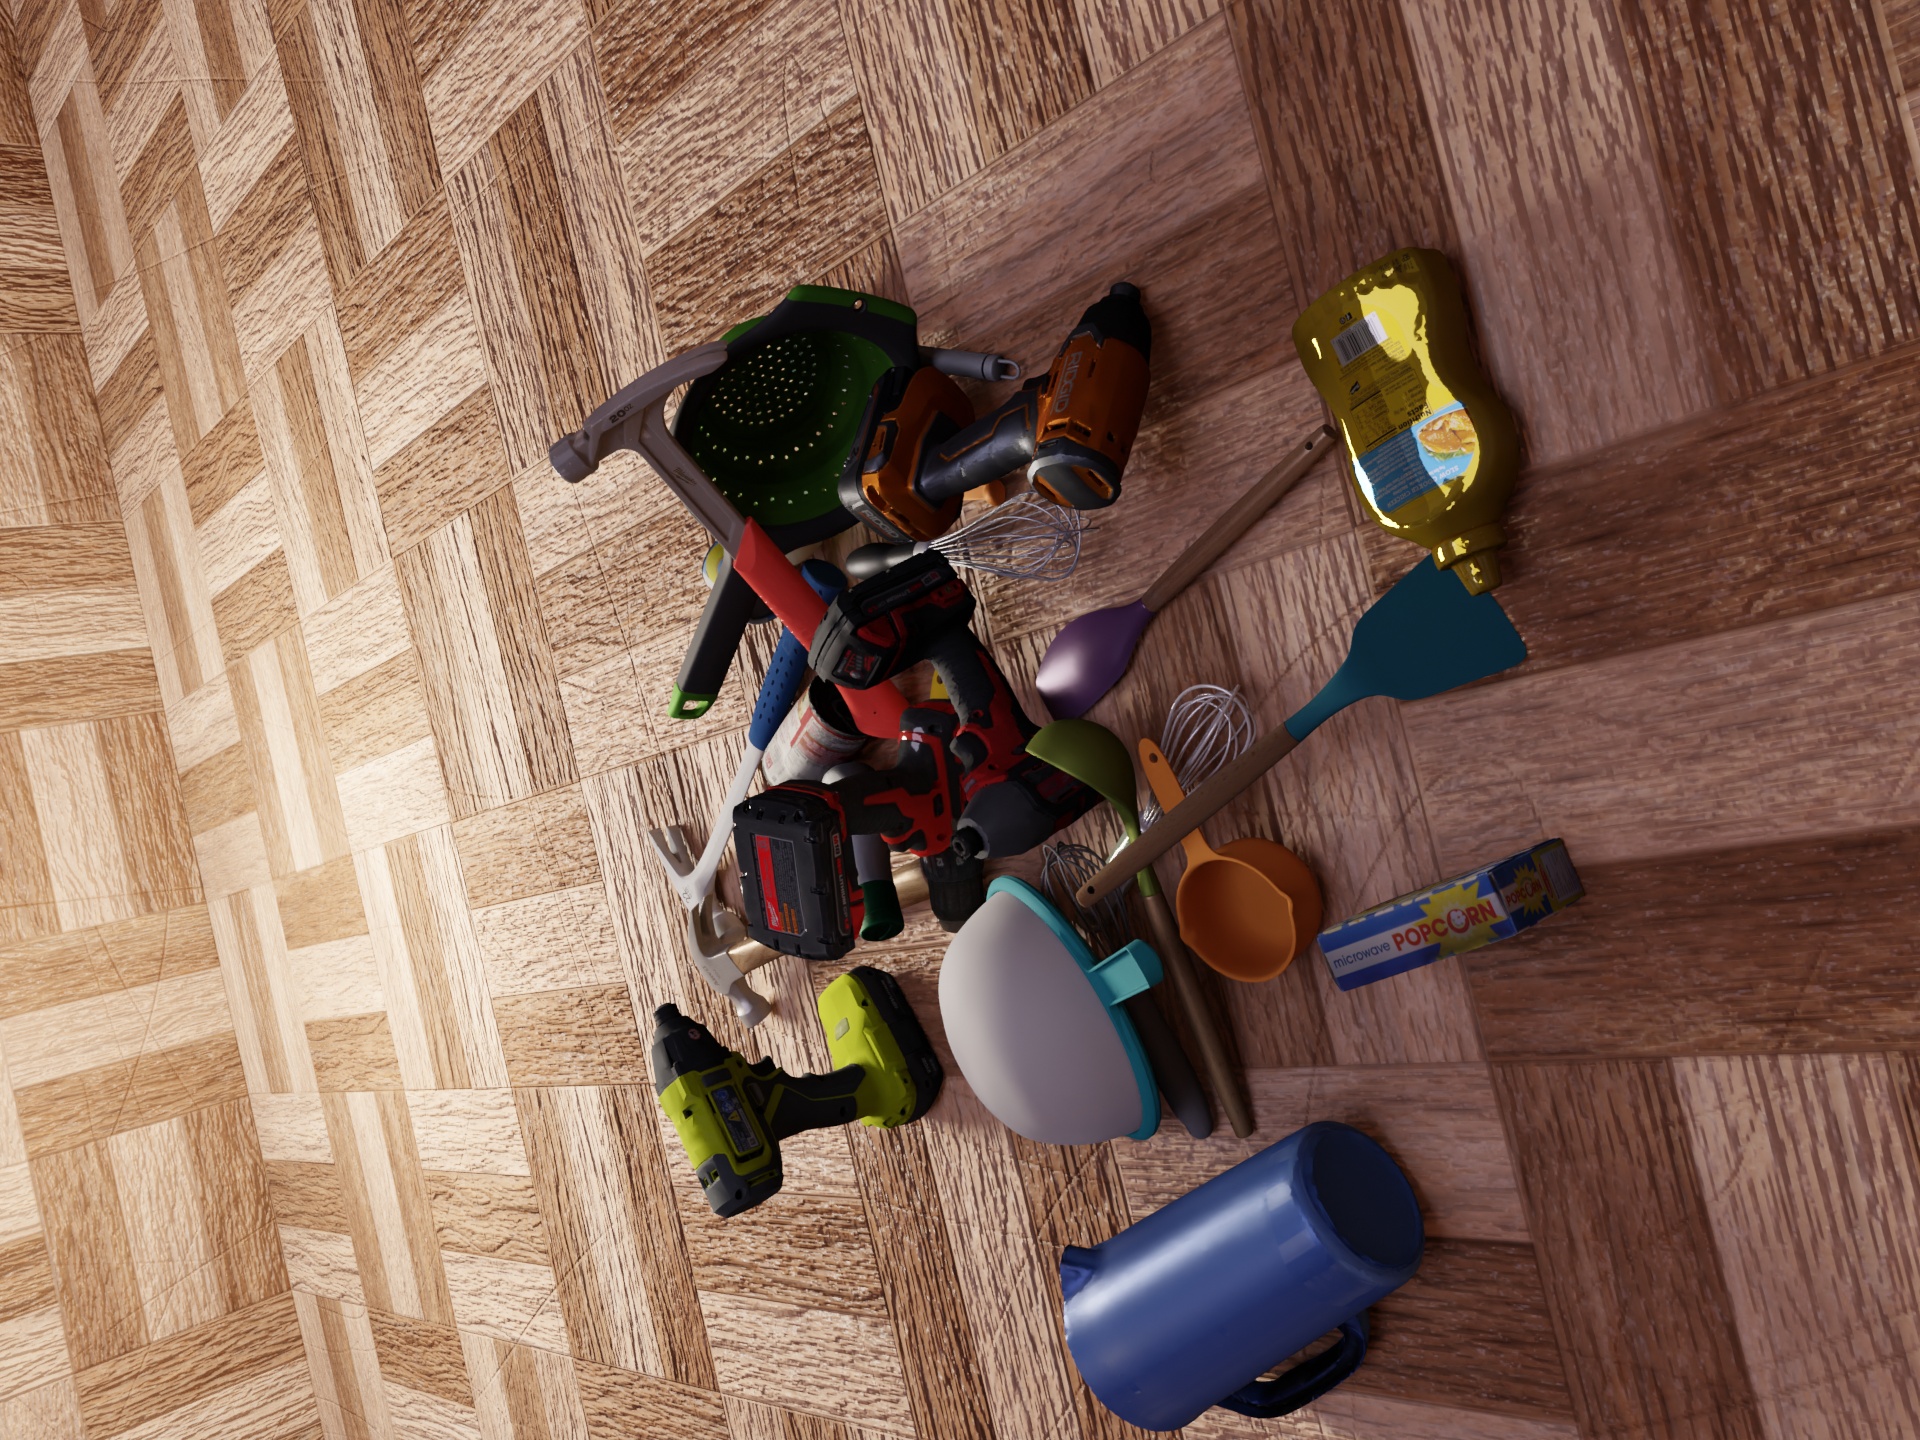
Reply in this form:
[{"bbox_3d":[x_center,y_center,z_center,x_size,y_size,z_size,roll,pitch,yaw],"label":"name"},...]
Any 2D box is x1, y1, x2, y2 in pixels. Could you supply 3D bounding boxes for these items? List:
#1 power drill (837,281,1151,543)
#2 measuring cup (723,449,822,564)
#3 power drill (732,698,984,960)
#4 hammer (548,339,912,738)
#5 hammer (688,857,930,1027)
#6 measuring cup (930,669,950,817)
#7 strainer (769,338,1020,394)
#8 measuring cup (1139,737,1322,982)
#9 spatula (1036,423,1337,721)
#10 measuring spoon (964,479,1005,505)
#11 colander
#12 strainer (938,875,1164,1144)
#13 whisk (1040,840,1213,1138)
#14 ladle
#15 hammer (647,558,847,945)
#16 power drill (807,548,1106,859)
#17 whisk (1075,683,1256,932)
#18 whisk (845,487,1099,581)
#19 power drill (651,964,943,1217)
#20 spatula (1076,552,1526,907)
[{"bbox_3d":[0.032,-0.211,1.089,0.226,0.084,0.164,-6,58,43],"label":"power drill"},{"bbox_3d":[-0.170,-0.190,1.359,0.168,0.083,0.038,54,171,39],"label":"measuring cup"},{"bbox_3d":[-0.056,0.100,1.177,0.080,0.226,0.187,7,112,36],"label":"power drill"},{"bbox_3d":[-0.133,-0.112,1.184,0.149,0.358,0.037,-28,38,16],"label":"hammer"},{"bbox_3d":[-0.129,0.178,1.391,0.331,0.031,0.130,-28,103,42],"label":"hammer"},{"bbox_3d":[-0.030,0.027,1.273,0.062,0.029,0.156,28,121,40],"label":"measuring cup"},{"bbox_3d":[-0.054,-0.282,1.227,0.259,0.050,0.086,18,124,38],"label":"strainer"},{"bbox_3d":[0.171,0.082,1.036,0.095,0.052,0.173,-30,85,45],"label":"measuring cup"},{"bbox_3d":[0.142,-0.095,1.072,0.316,0.018,0.060,-45,65,43],"label":"spatula"},{"bbox_3d":[-0.010,-0.178,1.221,0.117,0.011,0.021,15,109,45],"label":"measuring spoon"},{"bbox_3d":[-0.166,-0.175,1.242,0.095,0.204,0.397,57,131,39],"label":"colander"},{"bbox_3d":[0.054,0.204,1.066,0.211,0.095,0.340,59,164,11],"label":"strainer"},{"bbox_3d":[0.118,0.189,1.114,0.055,0.055,0.239,-21,98,47],"label":"whisk"},{"bbox_3d":[0.127,0.145,1.071,0.078,0.062,0.320,-149,37,-78],"label":"ladle"},{"bbox_3d":[-0.190,0.024,1.441,0.144,0.035,0.405,48,129,29],"label":"hammer"},{"bbox_3d":[-0.002,-0.004,1.125,0.220,0.143,0.078,50,144,12],"label":"power drill"},{"bbox_3d":[0.134,0.066,1.097,0.058,0.059,0.246,31,129,7],"label":"whisk"},{"bbox_3d":[-0.002,-0.129,1.196,0.285,0.070,0.070,-1,98,53],"label":"whisk"},{"bbox_3d":[-0.138,0.287,1.302,0.080,0.223,0.171,-47,65,41],"label":"power drill"},{"bbox_3d":[0.189,0.023,0.968,0.317,0.044,0.082,-42,69,27],"label":"spatula"}]
